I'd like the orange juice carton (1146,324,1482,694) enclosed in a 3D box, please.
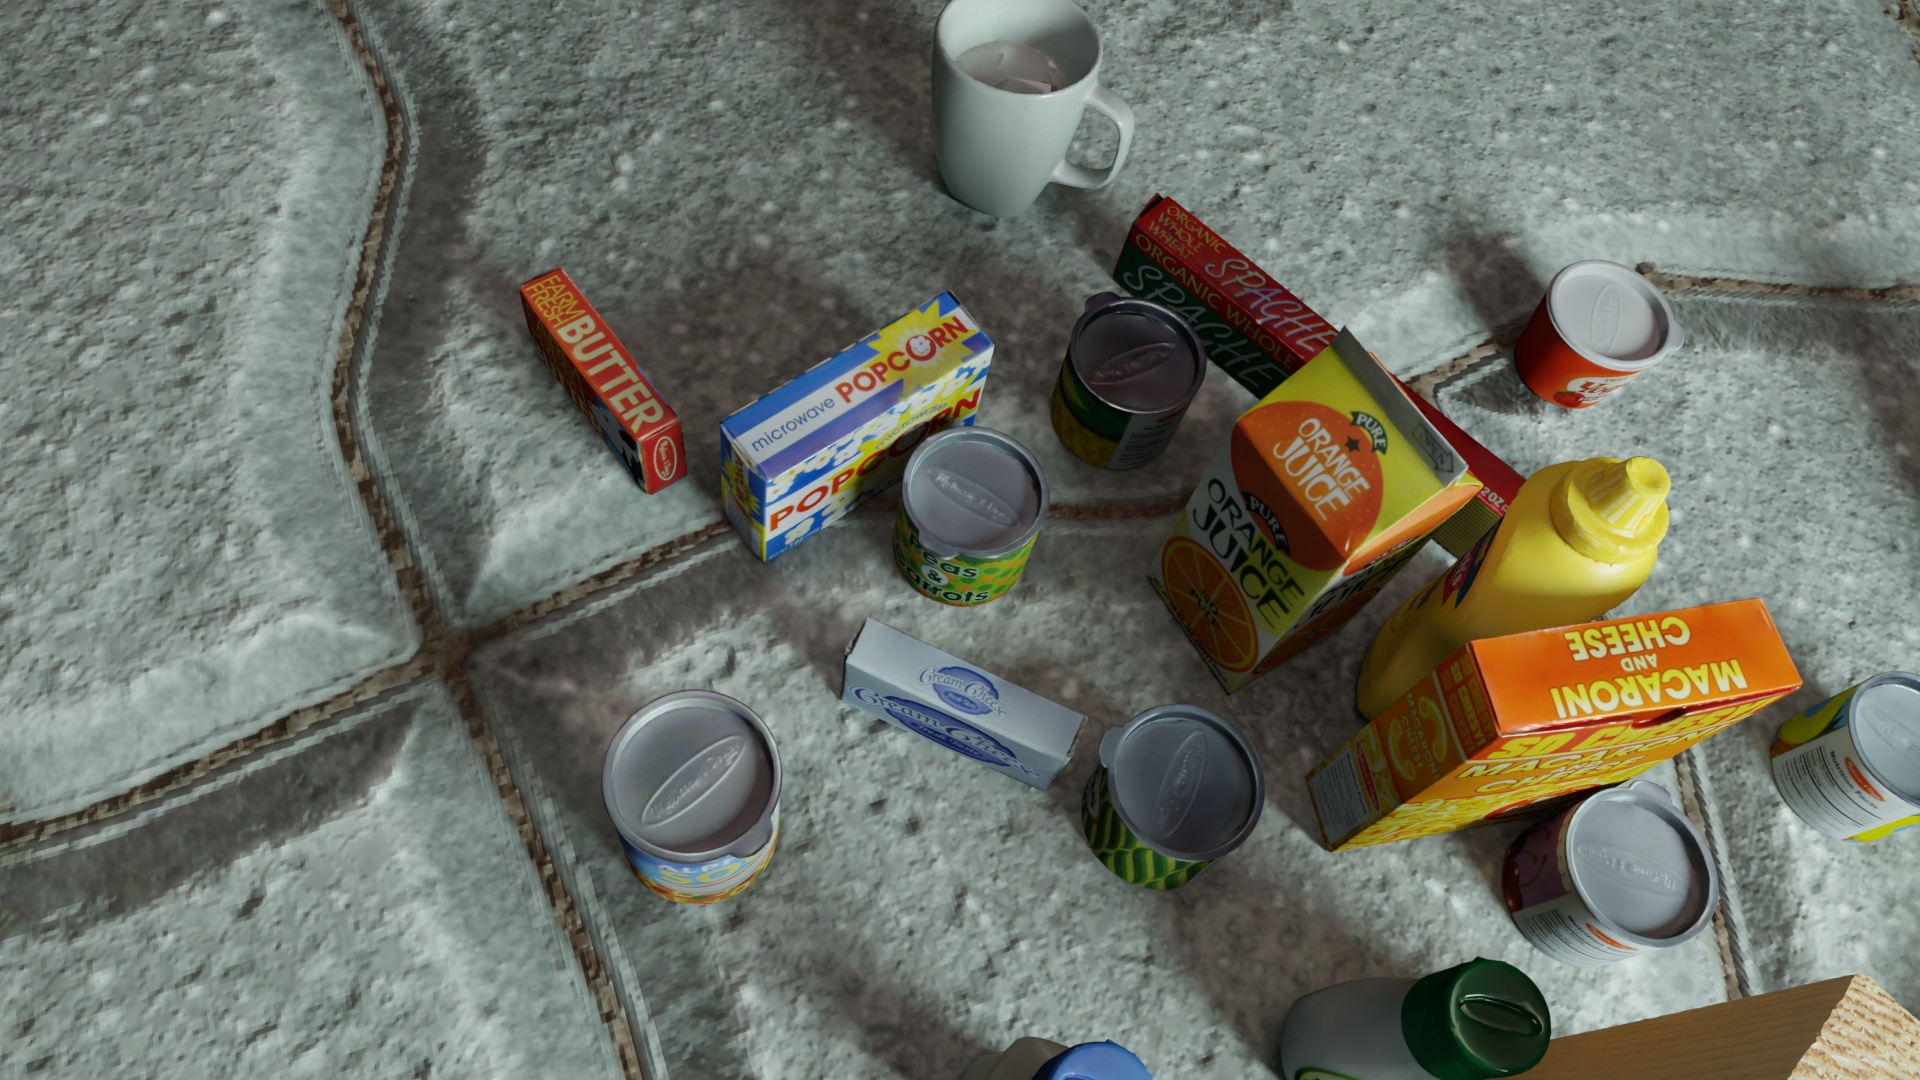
[{"bbox_3d":[0.148,-0.011,0.584,0.073,0.191,0.072,-26,70,-19],"label":"orange juice carton"}]

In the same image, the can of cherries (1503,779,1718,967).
[{"bbox_3d":[0.280,0.144,0.600,0.071,0.058,0.072,3,64,-6],"label":"can of cherries"}]

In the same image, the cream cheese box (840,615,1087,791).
[{"bbox_3d":[-0.001,0.072,0.600,0.104,0.053,0.024,24,63,4],"label":"cream cheese box"}]

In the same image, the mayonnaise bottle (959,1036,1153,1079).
[{"bbox_3d":[0.034,0.202,0.487,0.065,0.147,0.041,28,64,6],"label":"mayonnaise bottle"}]

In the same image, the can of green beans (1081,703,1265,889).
[{"bbox_3d":[0.089,0.110,0.591,0.071,0.057,0.071,3,64,-6],"label":"can of green beans"}]

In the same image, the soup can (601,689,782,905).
[{"bbox_3d":[-0.103,0.106,0.551,0.071,0.083,0.071,3,64,-6],"label":"soup can"}]

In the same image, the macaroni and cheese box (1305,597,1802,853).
[{"bbox_3d":[0.230,0.081,0.565,0.124,0.165,0.040,-7,65,-11],"label":"macaroni and cheese box"}]

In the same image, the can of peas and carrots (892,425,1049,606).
[{"bbox_3d":[0.002,-0.008,0.637,0.071,0.058,0.071,3,64,-6],"label":"can of peas and carrots"}]

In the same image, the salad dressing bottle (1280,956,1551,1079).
[{"bbox_3d":[0.165,0.185,0.514,0.064,0.147,0.044,17,63,0],"label":"salad dressing bottle"}]

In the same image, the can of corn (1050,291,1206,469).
[{"bbox_3d":[0.080,-0.078,0.683,0.071,0.058,0.071,3,64,-6],"label":"can of corn"}]

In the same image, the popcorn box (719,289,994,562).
[{"bbox_3d":[-0.049,-0.051,0.637,0.127,0.085,0.038,-34,73,-21],"label":"popcorn box"}]

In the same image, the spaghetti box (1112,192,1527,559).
[{"bbox_3d":[0.181,-0.081,0.703,0.250,0.050,0.029,42,66,13],"label":"spaghetti box"}]

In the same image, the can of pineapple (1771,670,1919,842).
[{"bbox_3d":[0.425,0.100,0.643,0.071,0.057,0.071,3,64,-6],"label":"can of pineapple"}]

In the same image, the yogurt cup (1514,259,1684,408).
[{"bbox_3d":[0.331,-0.106,0.735,0.072,0.053,0.072,3,64,-6],"label":"yogurt cup"}]

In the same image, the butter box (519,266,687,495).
[{"bbox_3d":[-0.167,-0.074,0.649,0.024,0.053,0.103,-33,73,-21],"label":"butter box"}]
